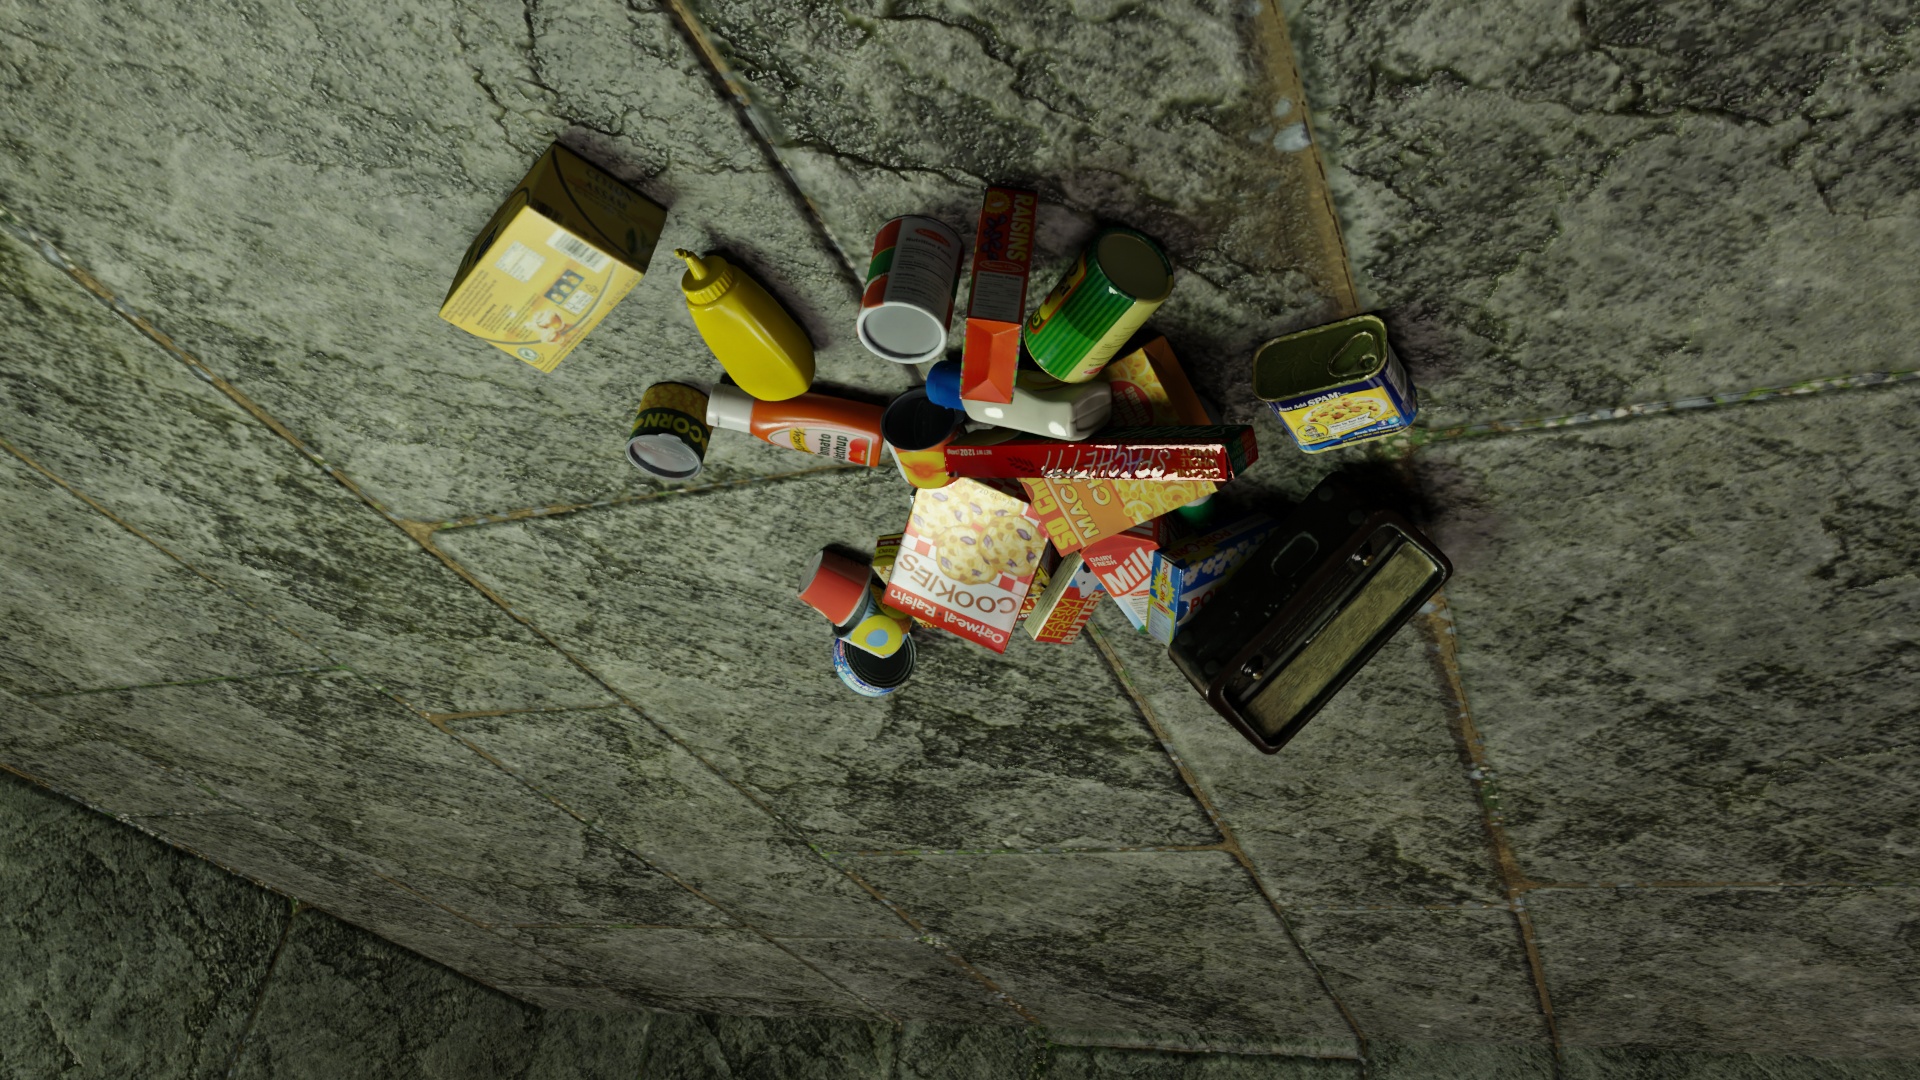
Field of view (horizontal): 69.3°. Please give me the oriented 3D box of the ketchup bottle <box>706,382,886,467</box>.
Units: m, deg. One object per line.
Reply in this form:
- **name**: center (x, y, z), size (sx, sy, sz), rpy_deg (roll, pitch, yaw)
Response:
- **ketchup bottle**: center (-0.137, -0.101, 1.174), size (0.149, 0.044, 0.064), rpy_deg (11, 153, -3)

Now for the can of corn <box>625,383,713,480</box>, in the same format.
- **can of corn**: center (-0.248, -0.095, 1.197), size (0.071, 0.058, 0.070), rpy_deg (7, 148, 4)

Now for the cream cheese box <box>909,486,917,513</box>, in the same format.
- **cream cheese box**: center (0.005, -0.016, 1.262), size (0.104, 0.024, 0.053), rpy_deg (9, 125, 15)

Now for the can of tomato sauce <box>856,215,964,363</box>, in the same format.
- **can of tomato sauce**: center (-0.036, -0.177, 0.990), size (0.071, 0.083, 0.070), rpy_deg (6, 147, 4)

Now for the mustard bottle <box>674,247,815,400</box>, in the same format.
- **mustard bottle**: center (-0.170, -0.172, 1.065), size (0.065, 0.049, 0.159), rpy_deg (-7, 144, 23)

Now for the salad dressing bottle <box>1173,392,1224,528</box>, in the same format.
- **salad dressing bottle**: center (0.190, -0.063, 1.154), size (0.064, 0.044, 0.147), rpy_deg (-5, 147, 10)

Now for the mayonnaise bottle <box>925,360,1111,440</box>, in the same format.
- **mayonnaise bottle**: center (0.040, -0.111, 1.069), size (0.148, 0.065, 0.041), rpy_deg (16, 120, 36)

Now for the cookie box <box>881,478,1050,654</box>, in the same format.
- **cookie box**: center (0.009, 0.009, 1.234), size (0.123, 0.040, 0.166), rpy_deg (23, 126, 5)

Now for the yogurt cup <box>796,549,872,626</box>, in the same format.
- **yogurt cup**: center (-0.127, 0.044, 1.386), size (0.054, 0.073, 0.072), rpy_deg (30, 143, -16)

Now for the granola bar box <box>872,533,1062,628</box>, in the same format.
- **granola bar box**: center (0.015, 0.035, 1.357), size (0.165, 0.039, 0.123), rpy_deg (-7, 145, 24)

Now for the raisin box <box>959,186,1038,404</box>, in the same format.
- **raisin box**: center (0.026, -0.168, 0.951), size (0.040, 0.124, 0.085), rpy_deg (7, 148, 2)

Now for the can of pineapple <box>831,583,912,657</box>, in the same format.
- **can of pineapple**: center (-0.090, 0.079, 1.429), size (0.058, 0.071, 0.070), rpy_deg (28, 143, -29)

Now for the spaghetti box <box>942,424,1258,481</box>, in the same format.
- **spaghetti box**: center (0.101, -0.066, 1.052), size (0.250, 0.050, 0.028), rpy_deg (2, 112, 36)

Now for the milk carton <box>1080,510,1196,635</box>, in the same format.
- **milk carton**: center (0.163, 0.006, 1.243), size (0.073, 0.073, 0.190), rpy_deg (-10, 144, 26)

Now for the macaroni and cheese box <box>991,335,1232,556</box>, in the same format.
- **macaroni and cheese box**: center (0.117, -0.071, 1.099), size (0.166, 0.040, 0.123), rpy_deg (-25, 95, 42)

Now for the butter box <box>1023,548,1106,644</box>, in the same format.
- **butter box**: center (0.106, 0.051, 1.317), size (0.053, 0.024, 0.103), rpy_deg (8, 122, -38)

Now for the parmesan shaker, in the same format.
- **parmesan shaker**: center (0.099, -0.169, 0.990), size (0.071, 0.071, 0.102), rpy_deg (20, 145, -17)

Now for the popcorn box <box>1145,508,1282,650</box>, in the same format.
- **popcorn box**: center (0.221, 0.032, 1.208), size (0.127, 0.038, 0.084), rpy_deg (-21, 128, -31)

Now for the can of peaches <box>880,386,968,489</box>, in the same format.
- **can of peaches**: center (-0.025, -0.084, 1.150), size (0.071, 0.071, 0.057), rpy_deg (0, 147, 15)
